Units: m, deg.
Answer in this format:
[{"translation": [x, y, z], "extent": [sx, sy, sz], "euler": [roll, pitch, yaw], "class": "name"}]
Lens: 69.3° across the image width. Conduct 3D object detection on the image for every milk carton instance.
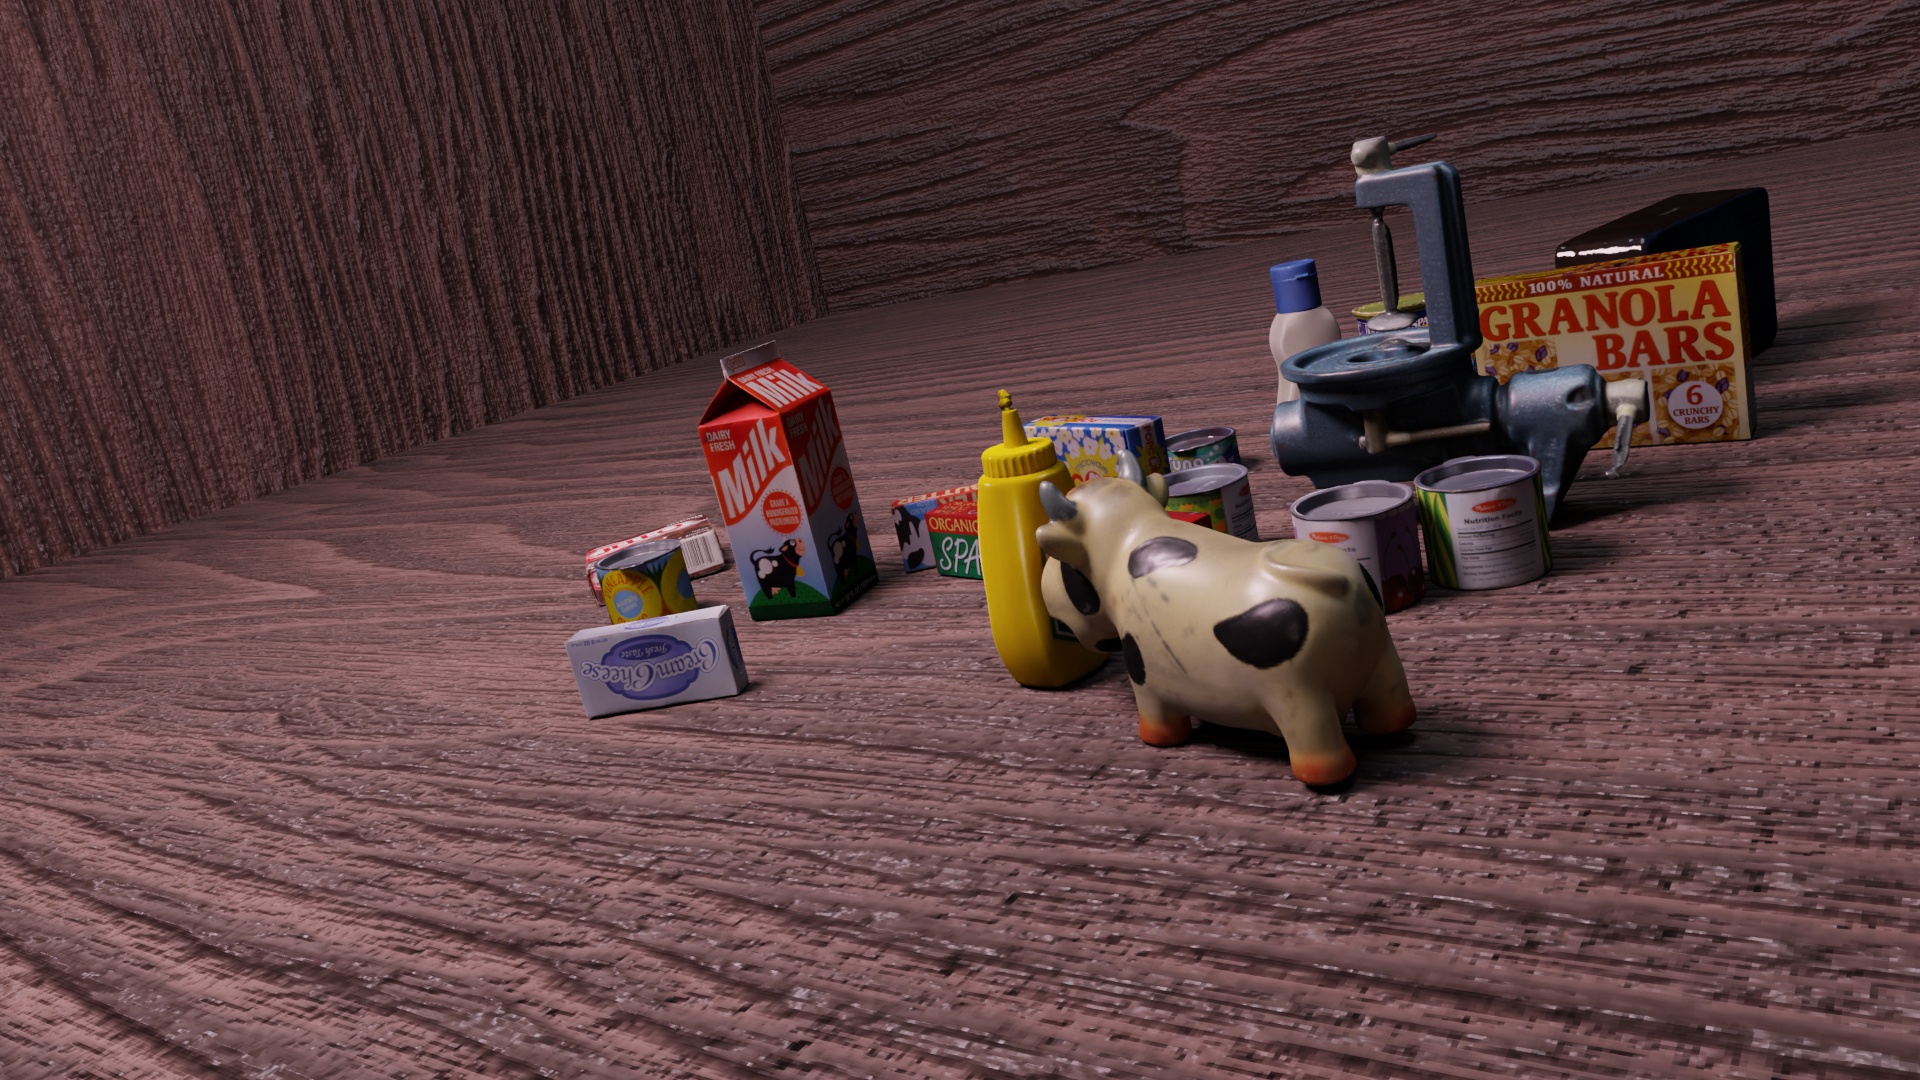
[{"translation": [-0.126, -0.044, 0.993], "extent": [0.073, 0.190, 0.072], "euler": [-6, 15, 27], "class": "milk carton"}]

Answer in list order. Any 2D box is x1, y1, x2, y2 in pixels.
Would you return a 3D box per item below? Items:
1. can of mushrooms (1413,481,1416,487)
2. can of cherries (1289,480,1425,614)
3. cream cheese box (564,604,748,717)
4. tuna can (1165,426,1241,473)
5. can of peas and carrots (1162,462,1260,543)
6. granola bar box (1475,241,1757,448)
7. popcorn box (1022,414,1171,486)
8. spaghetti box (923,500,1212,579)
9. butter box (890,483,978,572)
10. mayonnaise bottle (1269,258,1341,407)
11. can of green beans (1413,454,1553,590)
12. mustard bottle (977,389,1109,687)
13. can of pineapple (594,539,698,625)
[{"translation": [0.340, -0.058, 0.950], "extent": [0.071, 0.033, 0.071], "euler": [-12, 14, 3], "class": "can of mushrooms"}, {"translation": [0.221, 0.004, 0.767], "extent": [0.071, 0.058, 0.072], "euler": [-12, 14, 3], "class": "can of cherries"}, {"translation": [-0.188, 0.076, 0.864], "extent": [0.104, 0.053, 0.024], "euler": [-10, 14, 11], "class": "cream cheese box"}, {"translation": [0.191, -0.067, 1.121], "extent": [0.071, 0.032, 0.071], "euler": [-12, 14, 3], "class": "tuna can"}, {"translation": [0.153, -0.012, 0.889], "extent": [0.071, 0.058, 0.071], "euler": [-12, 14, 3], "class": "can of peas and carrots"}, {"translation": [0.440, -0.126, 0.941], "extent": [0.165, 0.124, 0.039], "euler": [-2, 18, 38], "class": "granola bar box"}, {"translation": [0.101, -0.047, 1.017], "extent": [0.038, 0.085, 0.126], "euler": [-21, 16, -31], "class": "popcorn box"}, {"translation": [0.065, 0.004, 0.922], "extent": [0.029, 0.050, 0.250], "euler": [-24, 18, -37], "class": "spaghetti box"}, {"translation": [0.004, -0.013, 1.037], "extent": [0.103, 0.053, 0.024], "euler": [-12, 14, 3], "class": "butter box"}, {"translation": [0.285, -0.155, 1.140], "extent": [0.065, 0.147, 0.041], "euler": [-14, 14, -4], "class": "mayonnaise bottle"}, {"translation": [0.288, -0.010, 0.764], "extent": [0.071, 0.057, 0.071], "euler": [-12, 14, 3], "class": "can of green beans"}, {"translation": [0.040, -0.003, 0.746], "extent": [0.049, 0.159, 0.065], "euler": [1, 19, 44], "class": "mustard bottle"}, {"translation": [-0.237, 0.037, 1.050], "extent": [0.071, 0.057, 0.071], "euler": [-12, 14, 3], "class": "can of pineapple"}]
